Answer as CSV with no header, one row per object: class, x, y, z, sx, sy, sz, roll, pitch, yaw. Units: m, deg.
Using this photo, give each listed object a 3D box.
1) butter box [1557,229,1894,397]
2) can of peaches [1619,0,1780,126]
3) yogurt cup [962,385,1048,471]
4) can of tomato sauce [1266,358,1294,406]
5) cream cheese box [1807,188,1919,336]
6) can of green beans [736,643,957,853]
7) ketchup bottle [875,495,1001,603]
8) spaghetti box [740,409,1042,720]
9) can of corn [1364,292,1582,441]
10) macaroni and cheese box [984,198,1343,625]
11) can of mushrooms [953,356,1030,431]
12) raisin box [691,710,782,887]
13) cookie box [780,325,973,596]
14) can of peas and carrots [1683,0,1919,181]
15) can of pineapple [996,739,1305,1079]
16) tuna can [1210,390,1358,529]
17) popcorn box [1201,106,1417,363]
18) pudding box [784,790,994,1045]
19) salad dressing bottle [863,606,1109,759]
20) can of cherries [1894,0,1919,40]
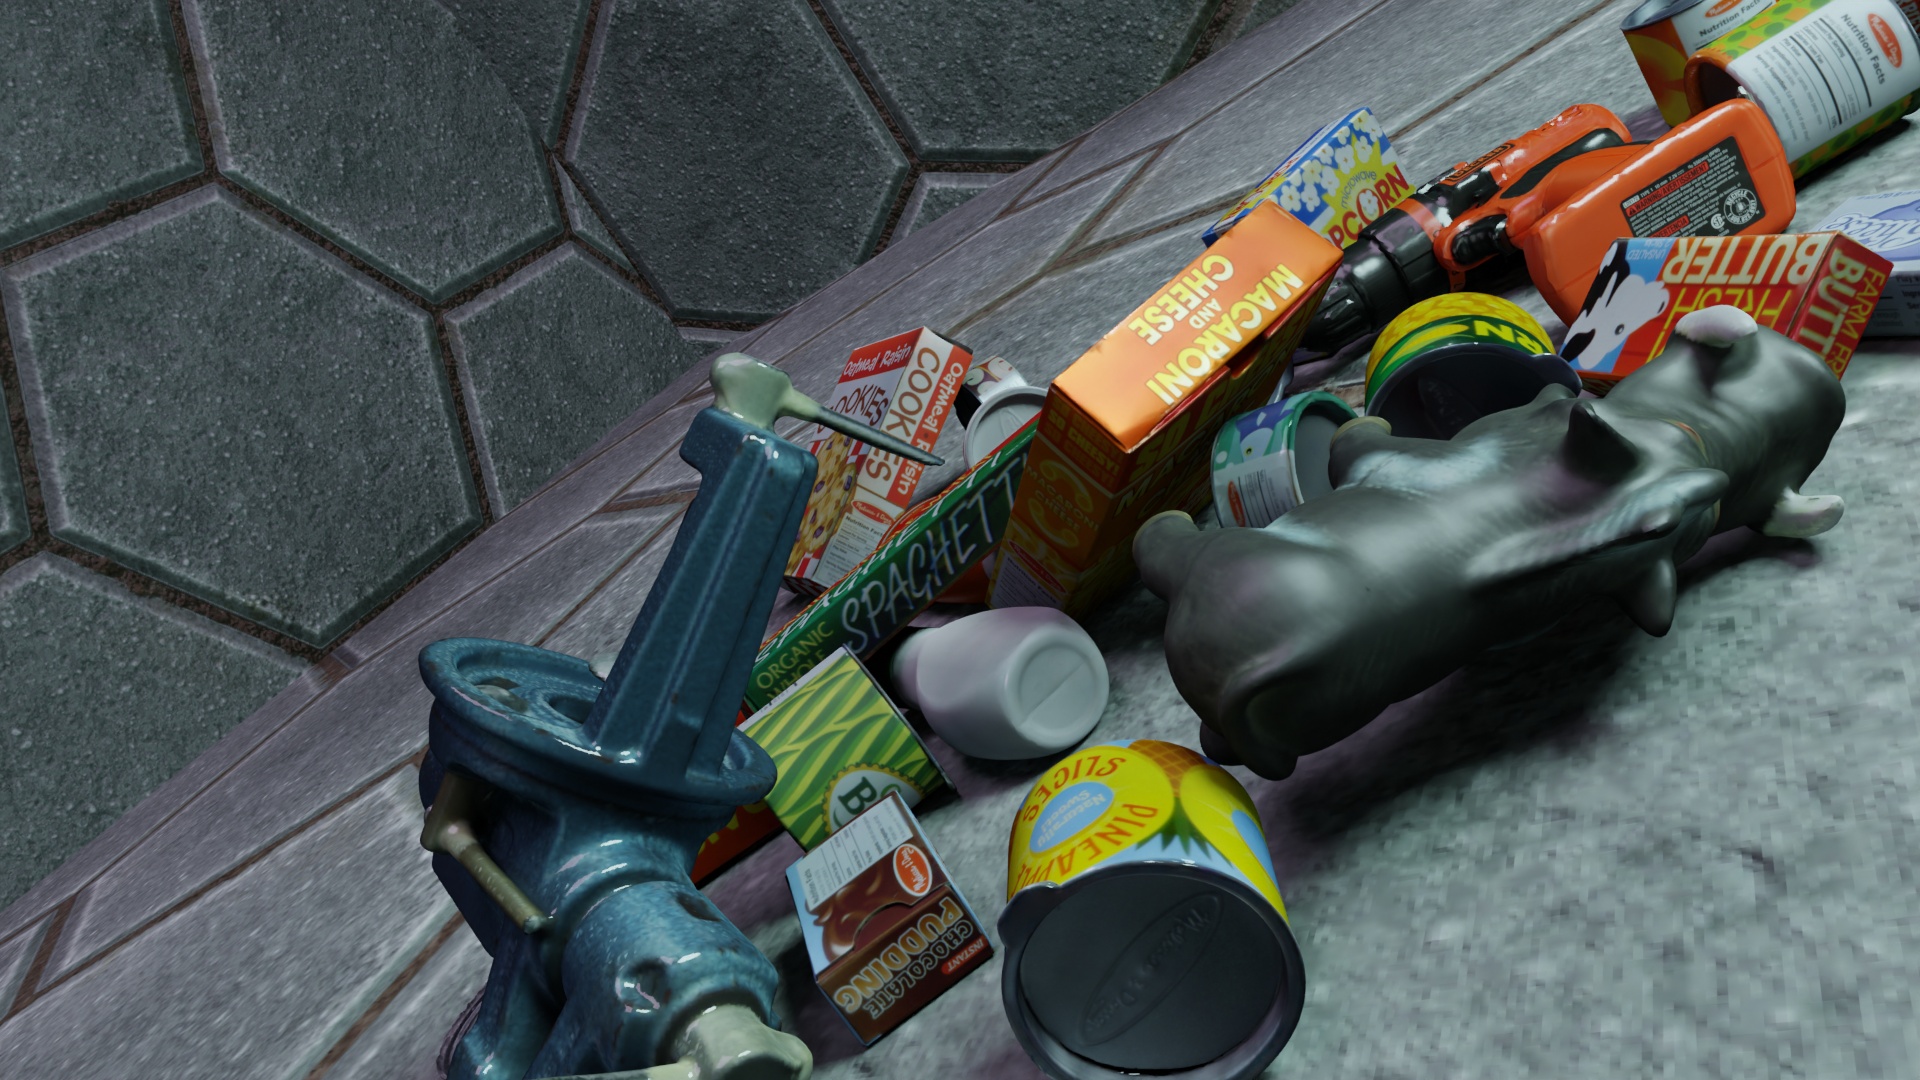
butter box,0.239,-0.070,0.446,0.053,0.024,0.103,-66,15,5
can of peaches,0.371,-0.247,0.688,0.071,0.058,0.071,-32,15,10
yogurt cup,0.032,-0.051,0.775,0.072,0.072,0.054,-35,7,-5
can of tomato sauce,0.113,-0.082,0.701,0.071,0.071,0.083,-42,17,-28
cream cheese box,0.298,-0.084,0.413,0.053,0.024,0.104,-38,16,-9
can of green beans,-0.047,0.082,0.526,0.058,0.071,0.071,-38,16,-8
ketchup bottle,0.011,0.005,0.686,0.065,0.043,0.148,-39,17,-18
spaghetti box,0.002,-0.008,0.604,0.251,0.028,0.050,-40,9,-14
can of corn,0.173,-0.047,0.471,0.071,0.071,0.058,-26,17,26
macaroni and cheese box,0.074,-0.037,0.540,0.124,0.040,0.165,-42,-16,-24
can of mushrooms,0.024,-0.080,0.868,0.033,0.071,0.071,-37,16,-12
raisin box,-0.122,0.113,0.638,0.086,0.040,0.123,-34,14,-2
cookie box,-0.063,-0.046,0.865,0.123,0.040,0.167,1,65,65
can of peas and carrots,0.335,-0.182,0.555,0.058,0.071,0.071,-31,16,11
can of pineapple,0.042,0.087,0.329,0.071,0.071,0.058,-31,15,12
tuna can,0.123,-0.019,0.493,0.032,0.071,0.071,-17,22,44
popcorn box,0.194,-0.162,0.738,0.127,0.085,0.038,-44,17,-30
pudding box,-0.026,0.118,0.446,0.050,0.030,0.084,-35,16,-6
salad dressing bottle,0.003,0.054,0.558,0.064,0.044,0.147,-42,16,-20
can of cherries,0.409,-0.246,0.596,0.058,0.071,0.072,-18,22,45
